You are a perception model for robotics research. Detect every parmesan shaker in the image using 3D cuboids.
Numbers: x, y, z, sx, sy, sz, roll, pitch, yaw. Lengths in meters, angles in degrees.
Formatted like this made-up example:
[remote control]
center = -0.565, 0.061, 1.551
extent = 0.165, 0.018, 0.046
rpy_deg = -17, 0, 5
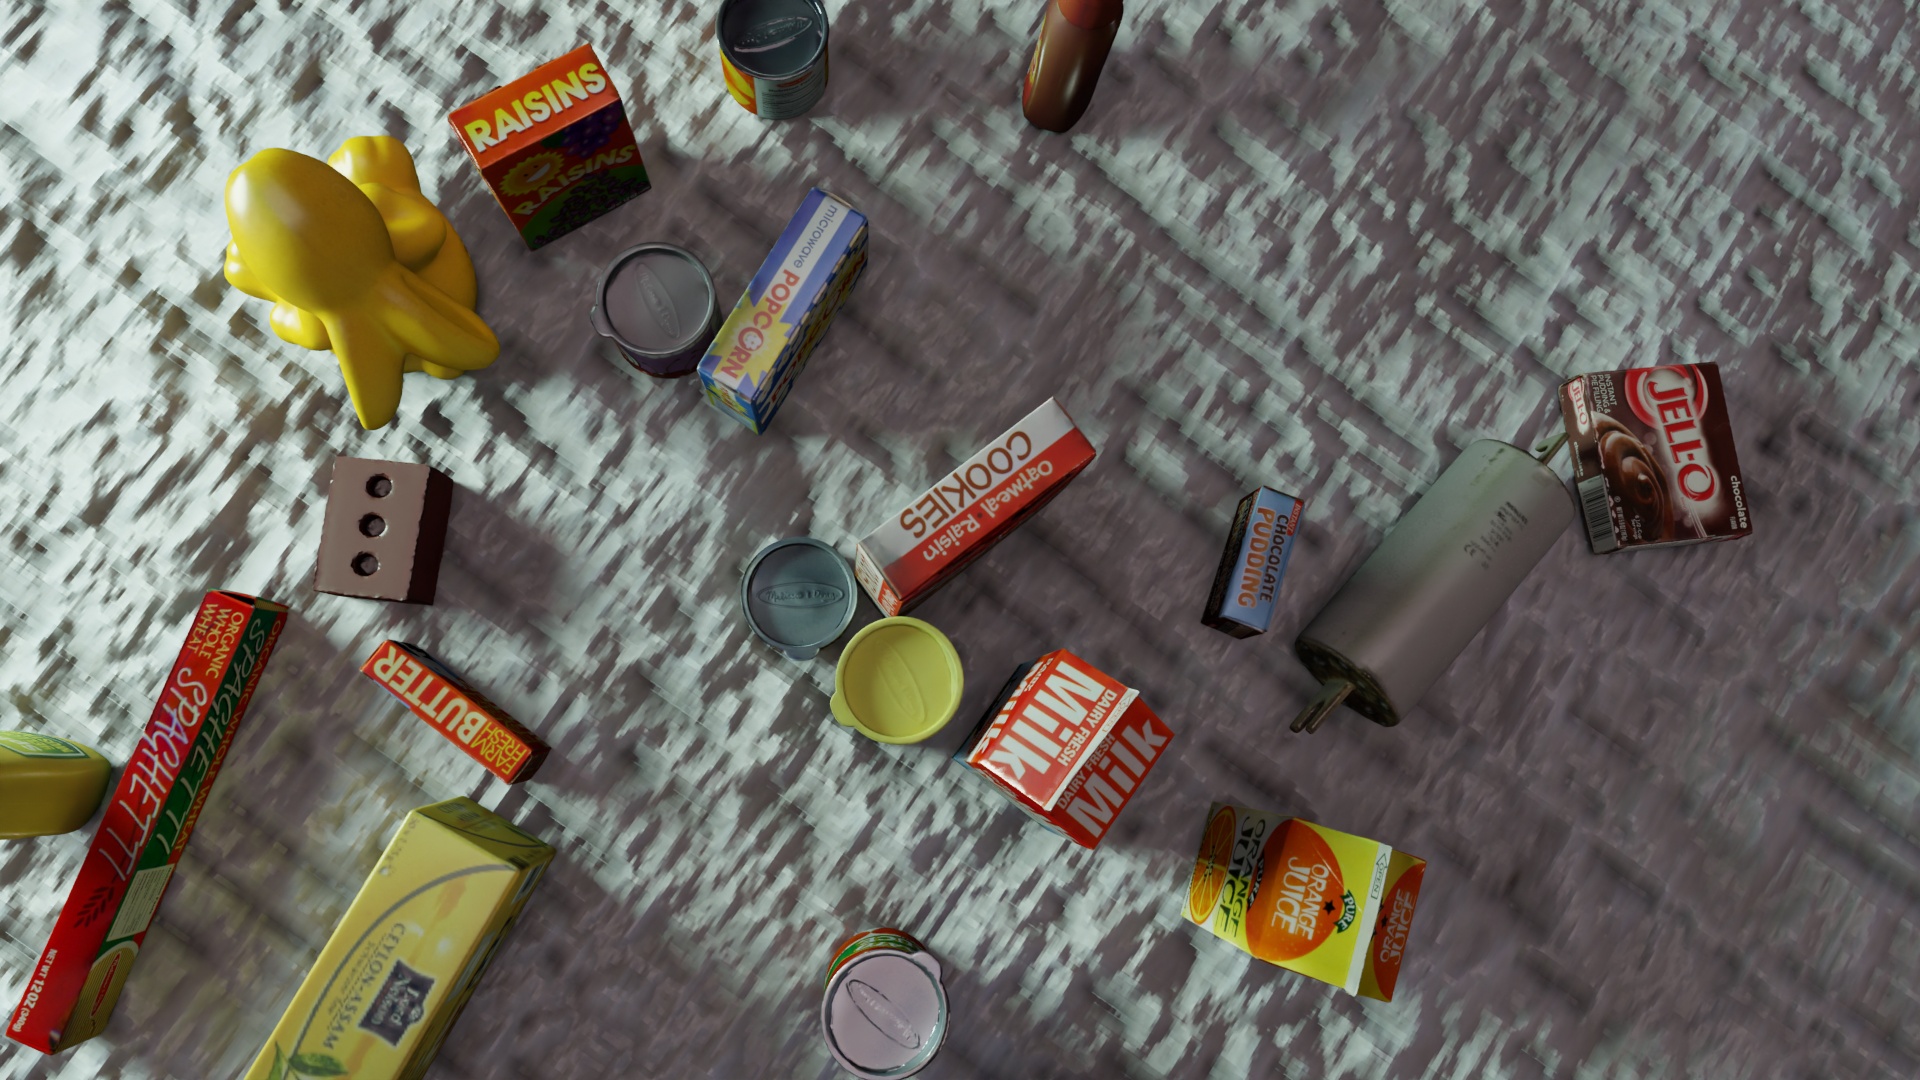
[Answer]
[parmesan shaker]
center = -0.038, 0.080, 0.767
extent = 0.071, 0.103, 0.071
rpy_deg = 1, 82, -5

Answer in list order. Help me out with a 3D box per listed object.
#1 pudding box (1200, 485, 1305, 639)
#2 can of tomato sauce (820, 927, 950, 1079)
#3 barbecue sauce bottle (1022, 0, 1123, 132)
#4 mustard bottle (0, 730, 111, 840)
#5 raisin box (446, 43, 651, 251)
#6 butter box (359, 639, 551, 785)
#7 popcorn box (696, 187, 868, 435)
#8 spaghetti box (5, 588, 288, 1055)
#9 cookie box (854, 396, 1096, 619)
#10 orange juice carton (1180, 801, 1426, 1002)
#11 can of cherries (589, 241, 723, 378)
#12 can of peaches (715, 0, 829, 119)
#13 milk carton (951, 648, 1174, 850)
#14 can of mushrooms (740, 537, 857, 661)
[pudding box]
center = 0.173, 0.014, 0.822
extent = 0.030, 0.049, 0.084
rpy_deg = 20, 81, -2
[can of tomato sauce]
center = -0.041, 0.247, 0.753
extent = 0.071, 0.083, 0.071
rpy_deg = 1, 82, -5
[barbecue sauce bottle]
center = 0.068, -0.296, 0.807
extent = 0.044, 0.148, 0.065
rpy_deg = 20, 81, -2
[mustard bottle]
center = -0.491, 0.122, 0.691
extent = 0.065, 0.160, 0.049
rpy_deg = 18, 81, -2
[raisin box]
center = -0.227, -0.219, 0.782
extent = 0.086, 0.123, 0.040
rpy_deg = -30, 86, -8
[butter box]
center = -0.277, 0.095, 0.768
extent = 0.103, 0.053, 0.024
rpy_deg = 37, 81, 1
[popcorn box]
center = -0.100, -0.130, 0.801
extent = 0.038, 0.085, 0.127
rpy_deg = 31, 81, 0
[spaghetti box]
center = -0.433, 0.145, 0.749
extent = 0.029, 0.050, 0.250
rpy_deg = 20, 81, -2
[cookie box]
center = 0.003, -0.009, 0.751
extent = 0.123, 0.167, 0.040
rpy_deg = -38, 87, -9
[orange juice carton]
center = 0.180, 0.186, 0.726
extent = 0.073, 0.192, 0.072
rpy_deg = 19, 81, -2
[can of cherries]
center = -0.176, -0.132, 0.807
extent = 0.071, 0.058, 0.071
rpy_deg = 1, 82, -5
[can of peaches]
center = -0.113, -0.298, 0.837
extent = 0.071, 0.058, 0.071
rpy_deg = 1, 82, -5
[milk carton]
center = 0.052, 0.108, 0.727
extent = 0.073, 0.190, 0.072
rpy_deg = 37, 81, 1
[can of mushrooms]
center = -0.093, 0.035, 0.803
extent = 0.071, 0.033, 0.071
rpy_deg = 1, 82, -5
